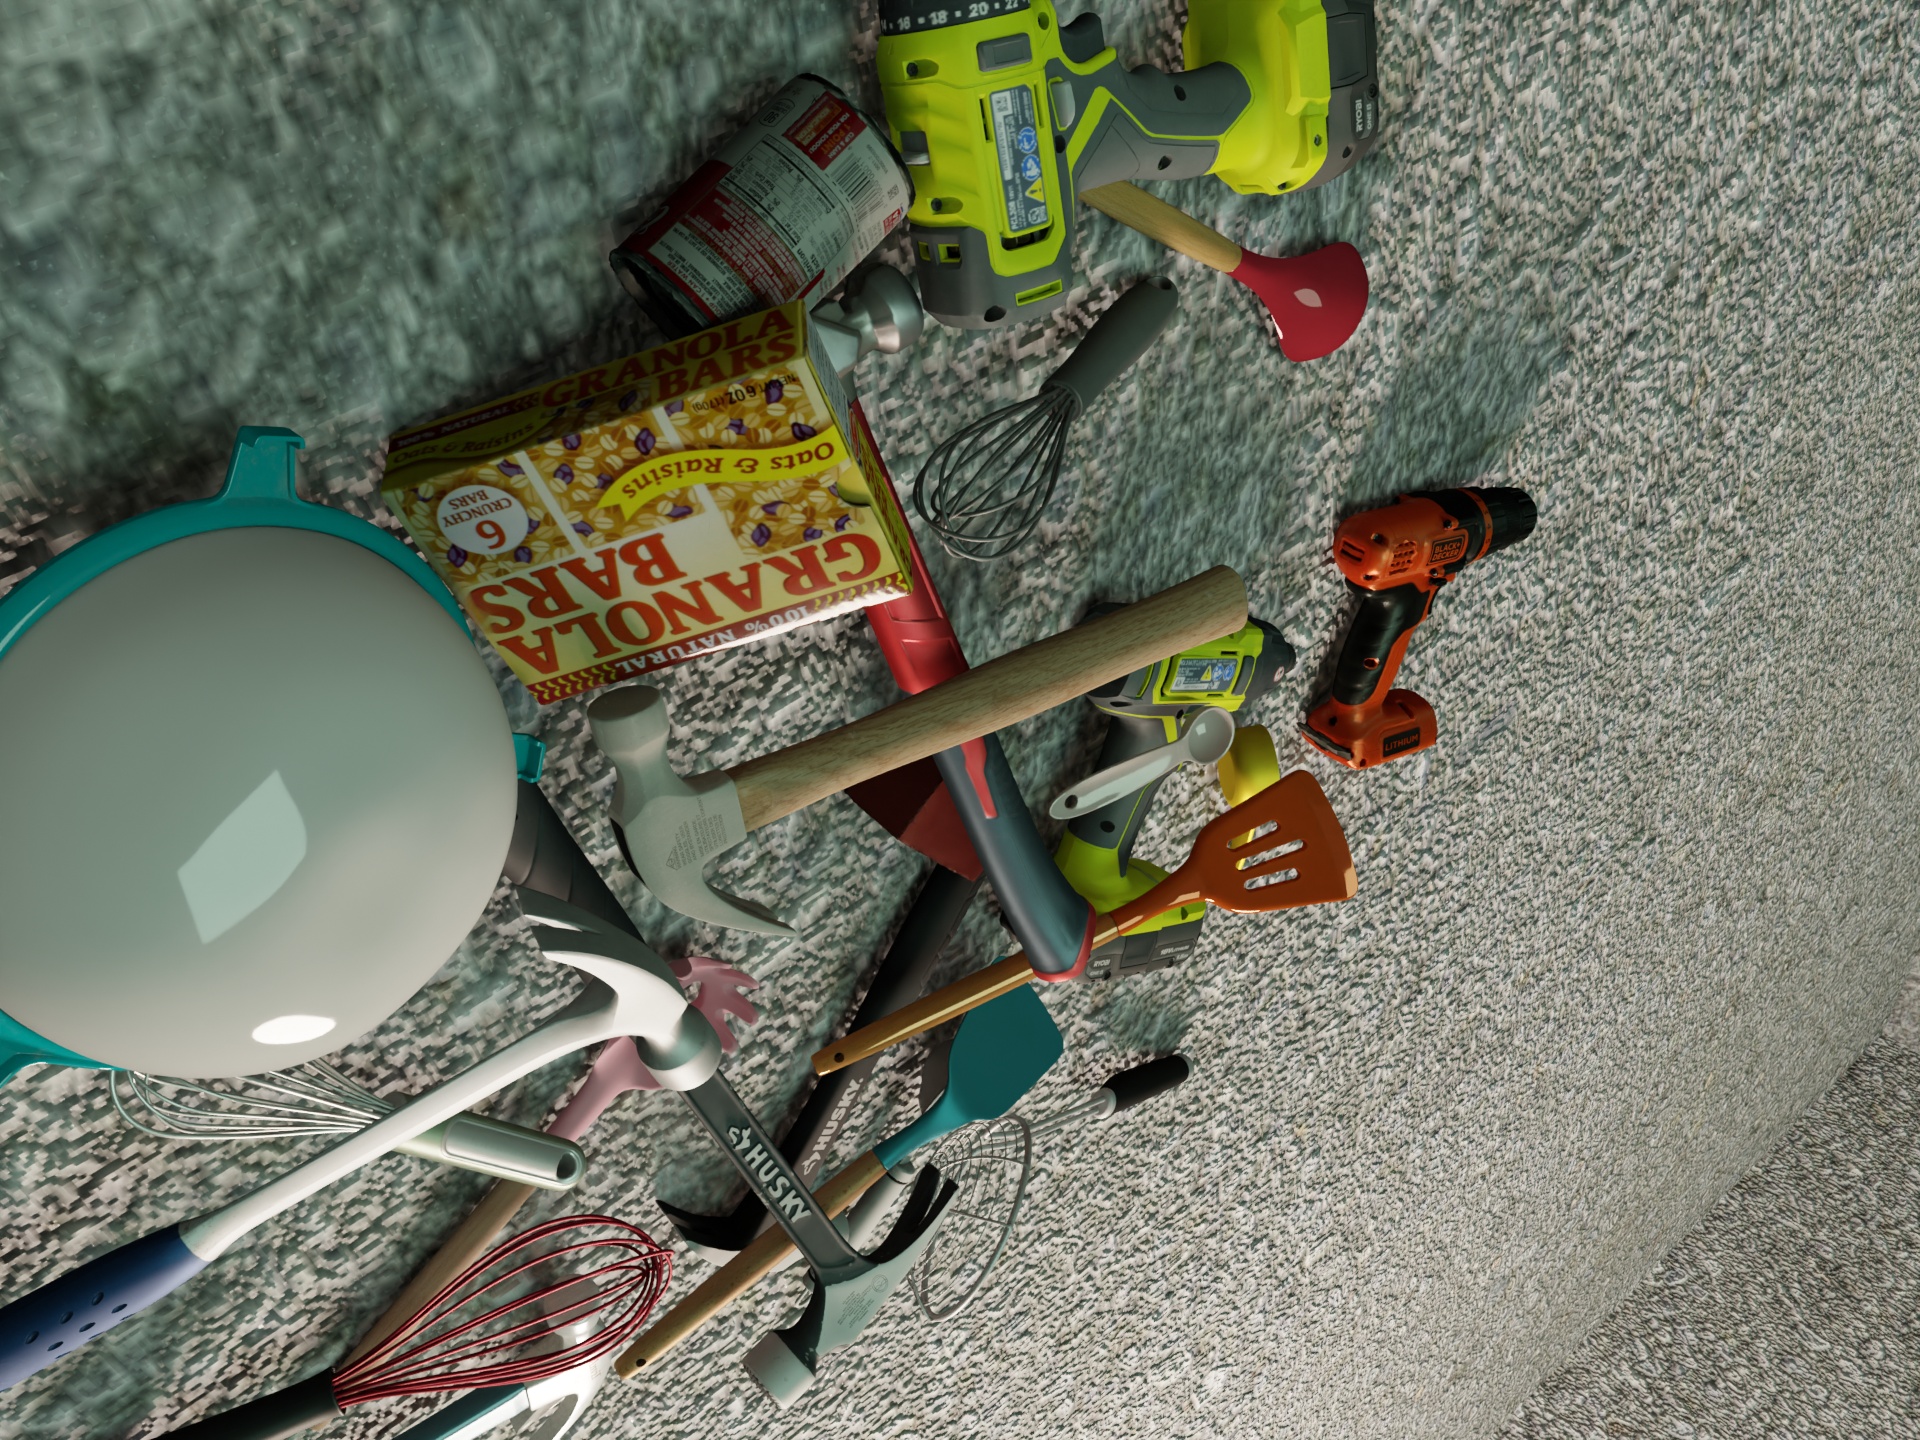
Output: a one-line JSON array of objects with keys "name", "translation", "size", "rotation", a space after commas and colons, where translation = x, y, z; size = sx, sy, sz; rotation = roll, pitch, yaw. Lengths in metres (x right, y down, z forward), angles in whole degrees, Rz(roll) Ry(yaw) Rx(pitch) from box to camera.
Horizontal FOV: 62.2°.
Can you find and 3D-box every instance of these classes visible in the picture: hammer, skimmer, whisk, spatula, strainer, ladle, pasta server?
[{"name": "hammer", "translation": [-0.125, 0.172, 0.781], "size": [0.149, 0.036, 0.408], "rotation": [-41, 125, -21]}, {"name": "skimmer", "translation": [0.082, 0.290, 1.058], "size": [0.363, 0.090, 0.127], "rotation": [-3, 132, -54]}, {"name": "hammer", "translation": [-0.333, 0.403, 0.813], "size": [0.331, 0.033, 0.128], "rotation": [-24, 142, -27]}, {"name": "whisk", "translation": [-0.280, 0.313, 0.764], "size": [0.296, 0.073, 0.073], "rotation": [-19, 132, -15]}, {"name": "hammer", "translation": [-0.298, 0.199, 0.634], "size": [0.405, 0.035, 0.143], "rotation": [-29, 142, -8]}, {"name": "spatula", "translation": [-0.070, 0.267, 0.922], "size": [0.317, 0.044, 0.082], "rotation": [-37, 114, -9]}, {"name": "whisk", "translation": [-0.258, 0.173, 0.699], "size": [0.246, 0.059, 0.058], "rotation": [35, 63, -46]}, {"name": "hammer", "translation": [-0.001, -0.002, 0.729], "size": [0.331, 0.031, 0.130], "rotation": [-22, 120, -25]}, {"name": "spatula", "translation": [0.066, 0.125, 0.892], "size": [0.322, 0.041, 0.081], "rotation": [-24, 96, -9]}, {"name": "hammer", "translation": [-0.055, 0.179, 0.927], "size": [0.146, 0.035, 0.334], "rotation": [17, 105, -50]}, {"name": "strainer", "translation": [-0.036, 0.278, 1.013], "size": [0.258, 0.050, 0.086], "rotation": [-55, 154, 11]}, {"name": "ladle", "translation": [0.120, -0.241, 0.796], "size": [0.315, 0.031, 0.069], "rotation": [8, 113, -45]}, {"name": "pasta server", "translation": [-0.222, 0.239, 0.807], "size": [0.316, 0.040, 0.060], "rotation": [-49, 128, -3]}, {"name": "whisk", "translation": [0.049, -0.146, 0.728], "size": [0.239, 0.055, 0.055], "rotation": [-52, 147, -39]}, {"name": "hammer", "translation": [-0.022, -0.008, 0.757], "size": [0.143, 0.038, 0.385], "rotation": [-36, 125, -19]}, {"name": "strainer", "translation": [-0.259, 0.085, 0.508], "size": [0.340, 0.095, 0.210], "rotation": [-53, 146, -23]}]

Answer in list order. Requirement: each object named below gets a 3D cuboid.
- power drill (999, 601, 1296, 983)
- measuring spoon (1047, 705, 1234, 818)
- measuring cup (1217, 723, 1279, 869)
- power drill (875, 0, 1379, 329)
[{"name": "power drill", "translation": [0.118, 0.038, 0.961], "size": [0.171, 0.080, 0.223], "rotation": [-1, 116, -43]}, {"name": "measuring spoon", "translation": [0.098, 0.024, 0.878], "size": [0.124, 0.018, 0.034], "rotation": [-24, 118, -20]}, {"name": "measuring cup", "translation": [0.184, 0.064, 1.073], "size": [0.029, 0.062, 0.156], "rotation": [-5, 140, -8]}, {"name": "power drill", "translation": [0.066, -0.285, 0.663], "size": [0.228, 0.080, 0.190], "rotation": [-25, 119, -27]}]
